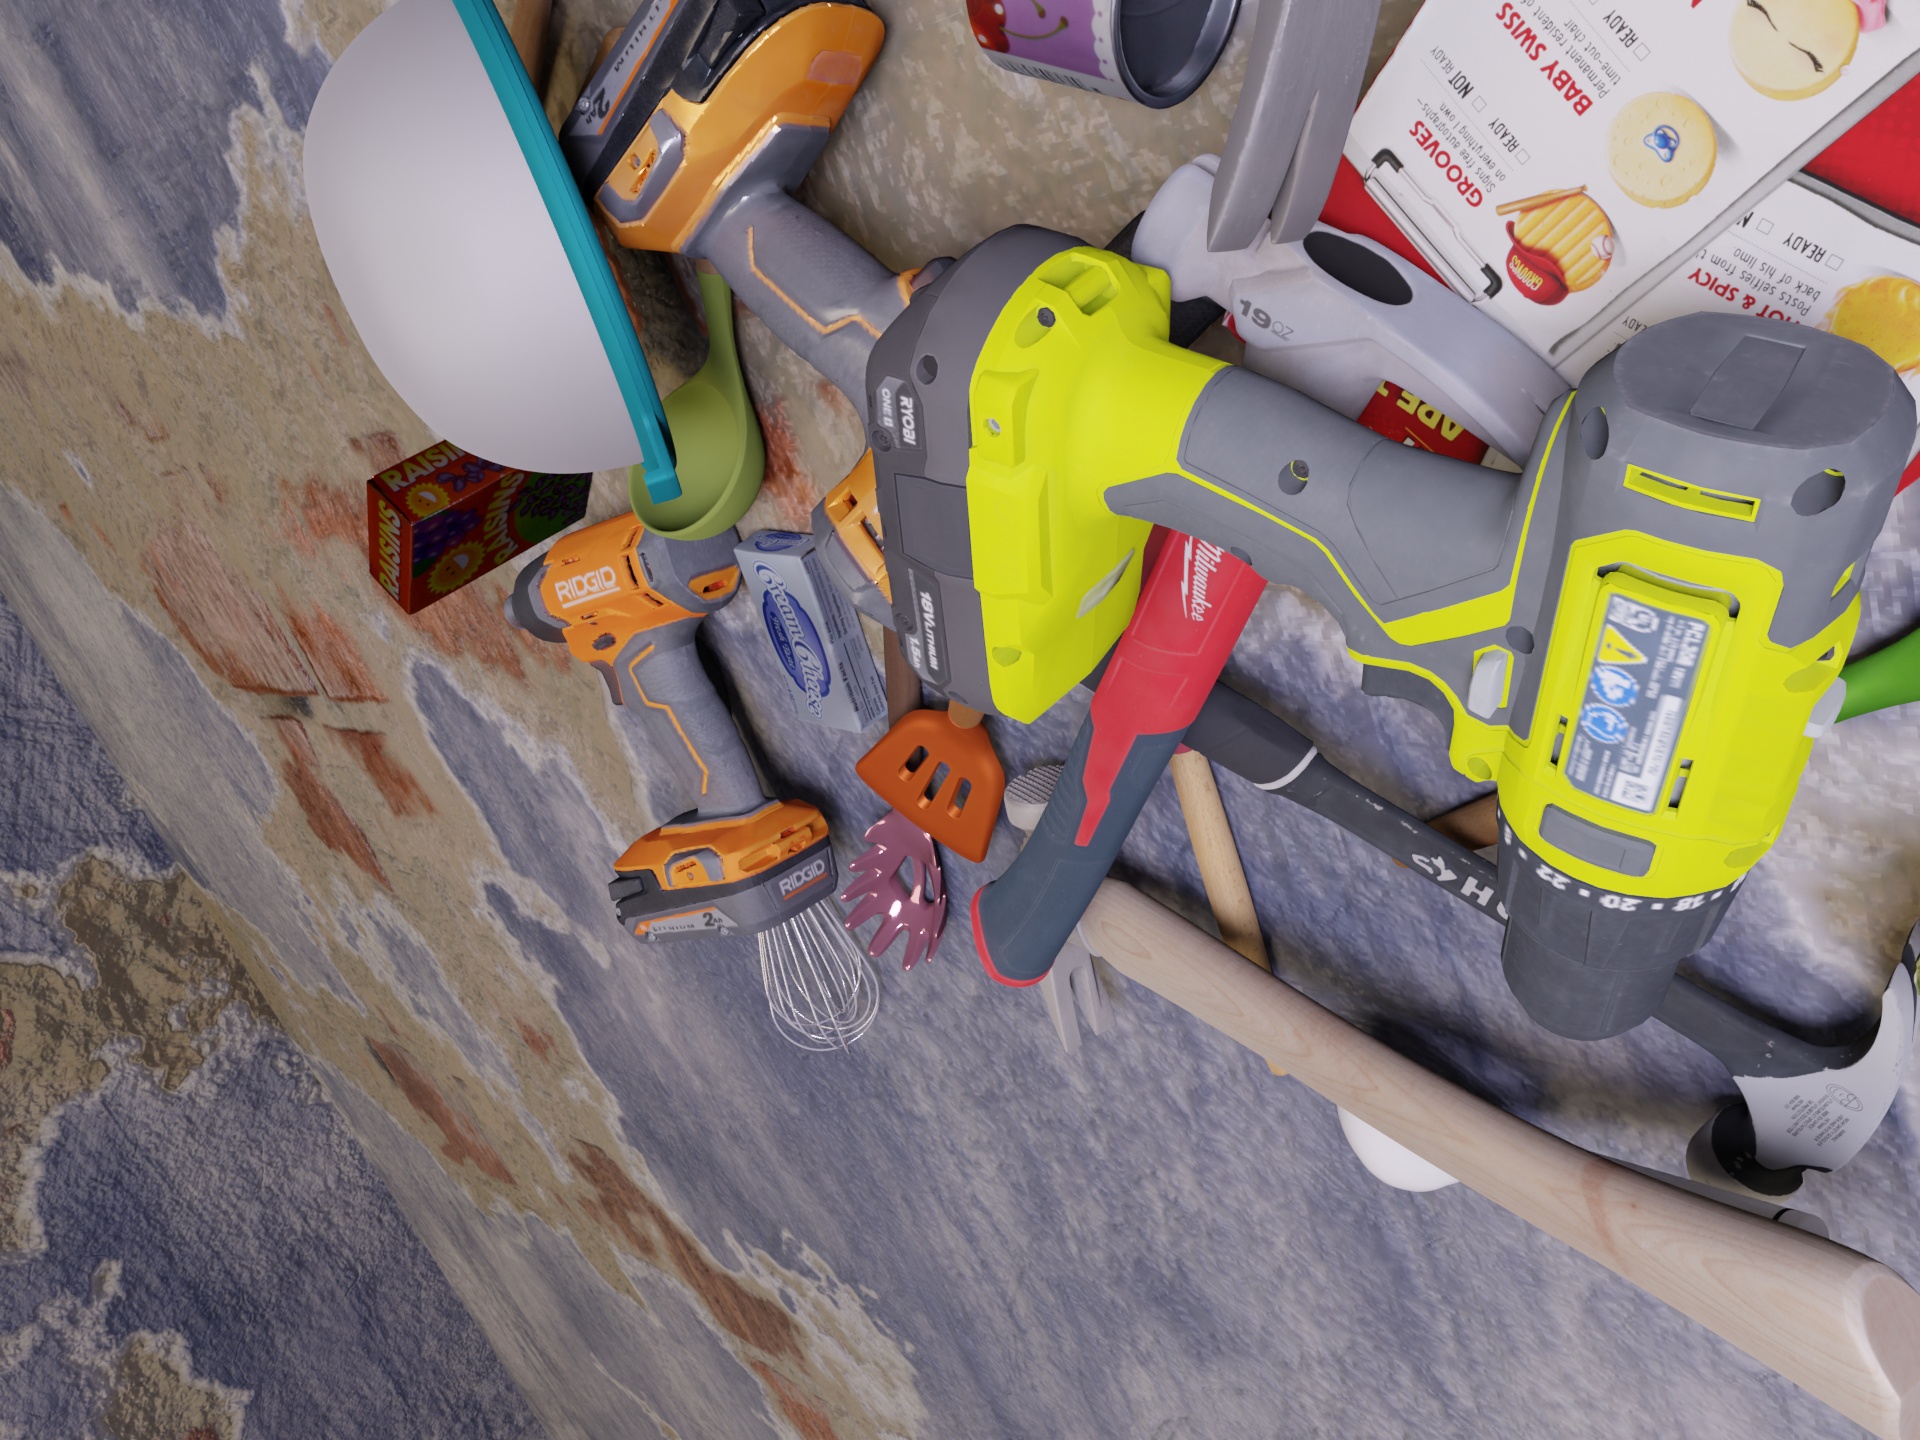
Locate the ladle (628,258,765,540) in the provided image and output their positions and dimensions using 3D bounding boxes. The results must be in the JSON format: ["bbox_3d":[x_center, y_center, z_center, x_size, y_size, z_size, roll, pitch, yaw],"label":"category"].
[{"bbox_3d":[-0.117,-0.216,0.678,0.078,0.062,0.319,46,146,35],"label":"ladle"}]

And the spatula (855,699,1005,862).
[{"bbox_3d":[-0.001,-0.002,0.655,0.081,0.041,0.322,37,167,5],"label":"spatula"}]

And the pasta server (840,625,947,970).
[{"bbox_3d":[-0.031,0.005,0.795,0.060,0.040,0.316,19,135,21],"label":"pasta server"}]

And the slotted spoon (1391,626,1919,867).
[{"bbox_3d":[0.241,0.005,0.487,0.070,0.031,0.313,50,148,-3],"label":"slotted spoon"}]

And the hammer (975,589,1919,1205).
[{"bbox_3d":[0.136,0.025,0.578,0.409,0.036,0.149,33,147,18],"label":"hammer"}]

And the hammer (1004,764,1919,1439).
[{"bbox_3d":[0.153,0.141,0.601,0.411,0.038,0.146,26,134,53],"label":"hammer"}]

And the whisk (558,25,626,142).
[{"bbox_3d":[-0.201,-0.236,0.759,0.047,0.051,0.245,30,144,-17],"label":"whisk"}]

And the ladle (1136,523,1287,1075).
[{"bbox_3d":[0.102,0.033,0.675,0.069,0.031,0.315,8,128,43],"label":"ladle"}]

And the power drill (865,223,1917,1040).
[{"bbox_3d":[0.093,-0.023,0.403,0.229,0.080,0.190,24,139,29],"label":"power drill"}]

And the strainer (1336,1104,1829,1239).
[{"bbox_3d":[0.217,0.168,0.600,0.086,0.050,0.258,30,166,-23],"label":"strainer"}]

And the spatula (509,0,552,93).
[{"bbox_3d":[-0.234,-0.257,0.809,0.060,0.018,0.315,45,147,3],"label":"spatula"}]

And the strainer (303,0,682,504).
[{"bbox_3d":[-0.216,-0.234,0.600,0.340,0.095,0.211,69,171,-26],"label":"strainer"}]

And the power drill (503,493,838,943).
[{"bbox_3d":[-0.167,0.003,0.867,0.164,0.084,0.226,-10,101,38],"label":"power drill"}]

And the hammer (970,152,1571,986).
[{"bbox_3d":[0.075,0.005,0.552,0.143,0.038,0.386,40,146,15],"label":"hammer"}]

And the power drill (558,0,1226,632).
[{"bbox_3d":[-0.023,-0.169,0.556,0.185,0.084,0.226,-40,81,35],"label":"power drill"}]

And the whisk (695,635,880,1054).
[{"bbox_3d":[-0.116,0.076,0.946,0.070,0.070,0.284,1,117,49],"label":"whisk"}]

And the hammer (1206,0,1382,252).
[{"bbox_3d":[-0.014,-0.251,0.442,0.359,0.036,0.149,43,138,45],"label":"hammer"}]
